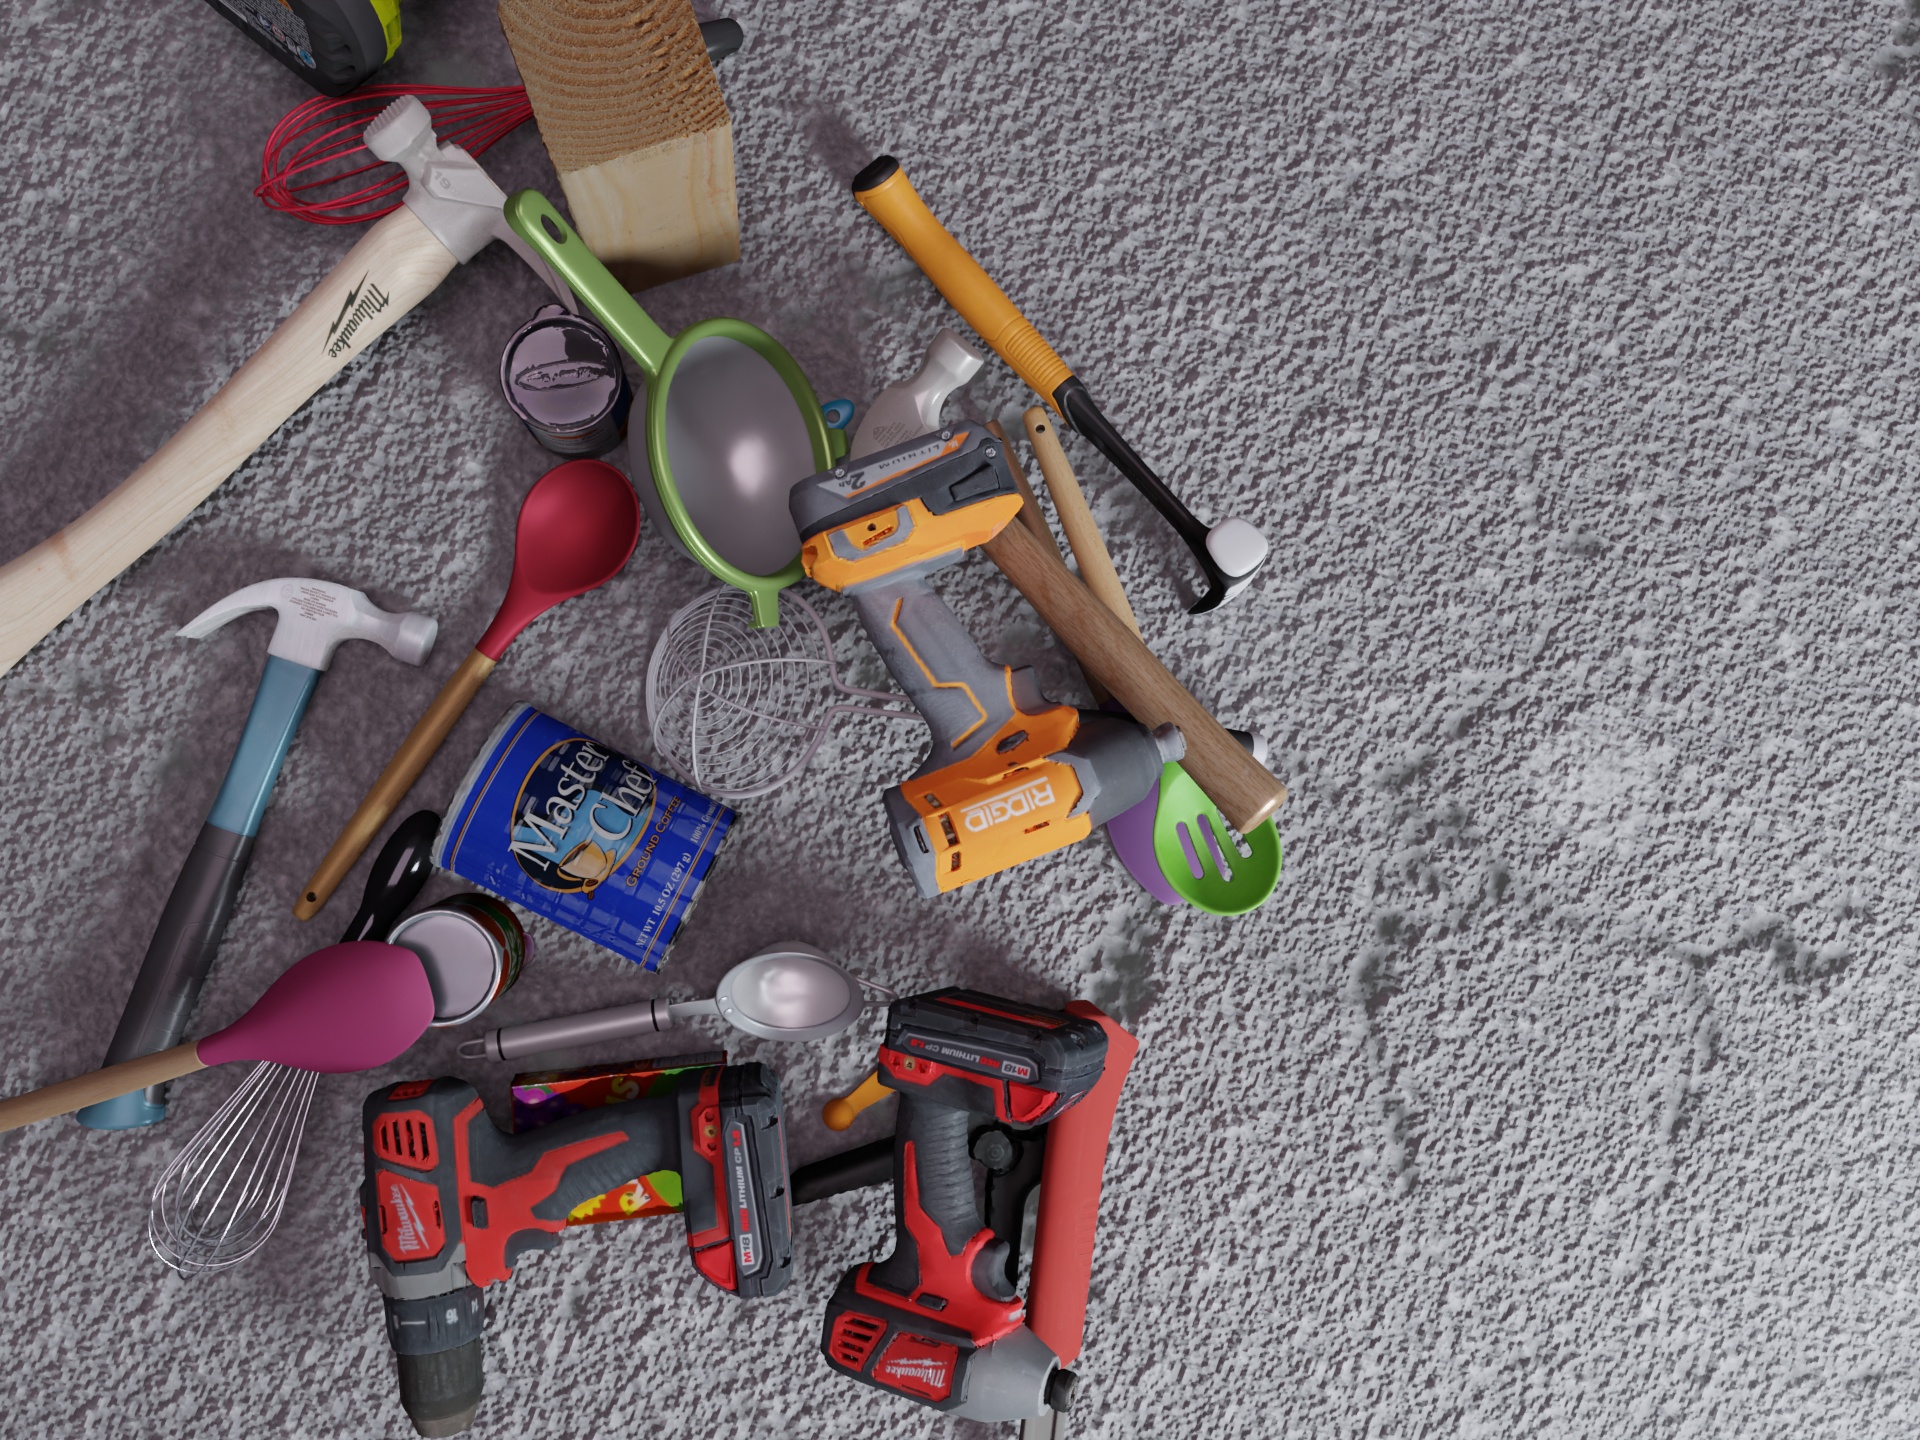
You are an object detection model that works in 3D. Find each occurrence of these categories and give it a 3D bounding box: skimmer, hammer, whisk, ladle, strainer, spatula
[{"bbox_3d":[-0.001,-0.003,0.943,0.363,0.090,0.127,7,86,-13],"label":"skimmer"},{"bbox_3d":[0.053,-0.201,0.942,0.034,0.127,0.337,-40,84,-4],"label":"hammer"},{"bbox_3d":[-0.367,0.178,0.896,0.070,0.070,0.285,27,81,-5],"label":"whisk"},{"bbox_3d":[-0.289,-0.016,0.921,0.069,0.031,0.315,35,87,-2],"label":"ladle"},{"bbox_3d":[-0.165,0.167,0.925,0.258,0.050,0.086,-10,134,-2],"label":"strainer"},{"bbox_3d":[0.078,-0.035,0.969,0.060,0.018,0.316,-23,92,-4],"label":"spatula"},{"bbox_3d":[-0.166,-0.173,0.851,0.256,0.069,0.152,48,47,-39],"label":"strainer"},{"bbox_3d":[0.056,-0.066,0.899,0.331,0.031,0.130,48,111,16],"label":"hammer"},{"bbox_3d":[-0.417,0.075,0.900,0.128,0.033,0.331,21,86,-7],"label":"hammer"},{"bbox_3d":[-0.405,-0.155,0.891,0.410,0.038,0.146,-42,127,0],"label":"hammer"},{"bbox_3d":[0.046,0.341,0.921,0.149,0.037,0.359,5,94,-15],"label":"hammer"},{"bbox_3d":[-0.263,-0.354,0.918,0.296,0.073,0.073,-24,92,-12],"label":"whisk"}]

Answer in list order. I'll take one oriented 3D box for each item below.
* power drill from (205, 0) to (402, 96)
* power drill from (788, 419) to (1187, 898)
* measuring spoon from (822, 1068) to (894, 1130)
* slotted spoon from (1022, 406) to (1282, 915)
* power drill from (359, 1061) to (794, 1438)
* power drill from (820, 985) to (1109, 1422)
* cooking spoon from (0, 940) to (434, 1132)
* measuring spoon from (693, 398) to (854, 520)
[{"bbox_3d":[-0.321,-0.472,0.885,0.190,0.080,0.228,38,68,4],"label":"power drill"},{"bbox_3d":[0.014,-0.038,0.850,0.164,0.084,0.226,-20,86,-3],"label":"power drill"},{"bbox_3d":[-0.033,0.208,0.953,0.117,0.011,0.021,-35,93,-6],"label":"measuring spoon"},{"bbox_3d":[0.101,-0.037,0.914,0.070,0.031,0.314,-22,85,0],"label":"slotted spoon"},{"bbox_3d":[-0.205,0.280,0.860,0.226,0.080,0.188,-5,89,-5],"label":"power drill"},{"bbox_3d":[0.009,0.267,0.868,0.143,0.078,0.219,10,90,23],"label":"power drill"},{"bbox_3d":[-0.430,0.187,0.858,0.319,0.017,0.069,-18,89,9],"label":"cooking spoon"},{"bbox_3d":[-0.116,-0.154,0.947,0.128,0.021,0.042,-36,93,-5],"label":"measuring spoon"}]
